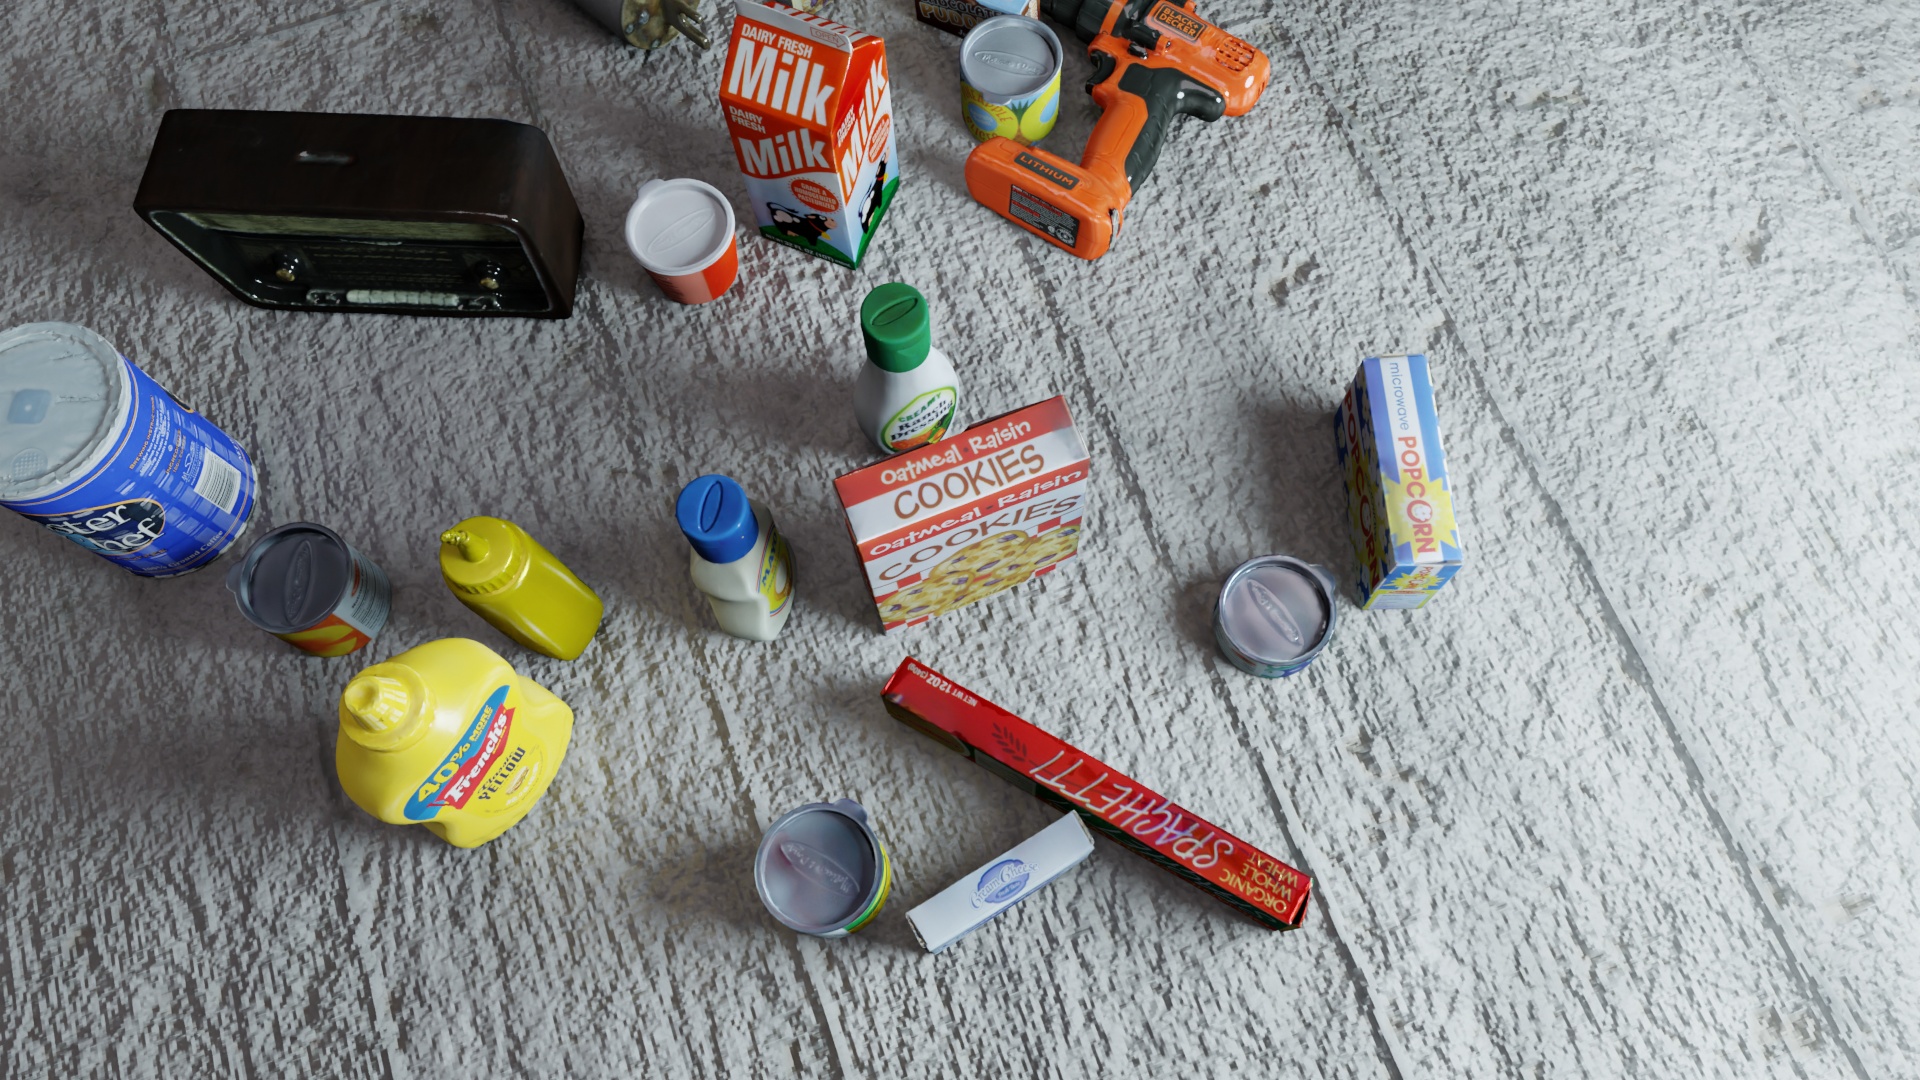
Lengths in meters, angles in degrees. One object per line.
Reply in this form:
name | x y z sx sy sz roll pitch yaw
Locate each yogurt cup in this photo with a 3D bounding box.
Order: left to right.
yogurt cup | -0.172 -0.185 0.877 0.072 0.053 0.072 -1 70 2

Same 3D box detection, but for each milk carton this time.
milk carton | -0.087 -0.247 0.825 0.072 0.190 0.073 21 73 9

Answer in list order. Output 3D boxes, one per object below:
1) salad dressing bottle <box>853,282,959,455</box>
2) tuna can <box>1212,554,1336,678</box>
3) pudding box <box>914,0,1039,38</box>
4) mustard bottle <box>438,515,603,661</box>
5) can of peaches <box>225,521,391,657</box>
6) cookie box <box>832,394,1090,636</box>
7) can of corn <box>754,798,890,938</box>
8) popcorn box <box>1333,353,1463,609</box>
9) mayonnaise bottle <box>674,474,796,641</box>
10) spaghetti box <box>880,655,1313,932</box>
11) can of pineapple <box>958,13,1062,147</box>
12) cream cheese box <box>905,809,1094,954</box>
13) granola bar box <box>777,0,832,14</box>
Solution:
salad dressing bottle | -0.033 -0.095 0.791 0.064 0.147 0.044 -31 72 -8
tuna can | 0.181 0.042 0.795 0.071 0.032 0.071 -1 70 2
pudding box | 0.011 -0.364 0.938 0.084 0.049 0.030 26 73 10
mustard bottle | -0.242 0.022 0.749 0.065 0.159 0.049 24 73 10
can of peaches | -0.375 0.029 0.804 0.071 0.058 0.071 -1 70 2
cookie box | 0.003 -0.009 0.748 0.123 0.167 0.040 -21 71 -5
can of corn | -0.071 0.175 0.742 0.071 0.058 0.071 -1 70 2
popcorn box | 0.247 -0.032 0.792 0.038 0.085 0.127 -3 70 1
mayonnaise bottle | -0.121 0.008 0.756 0.041 0.147 0.065 9 71 5
spaghetti box | 0.071 0.138 0.755 0.250 0.050 0.029 28 74 11
can of pineapple | 0.031 -0.298 0.909 0.071 0.057 0.071 -1 70 2
cream cheese box | 0.022 0.183 0.738 0.104 0.053 0.024 -30 72 -9
granola bar box | -0.064 -0.442 0.929 0.166 0.124 0.039 -39 74 -11
